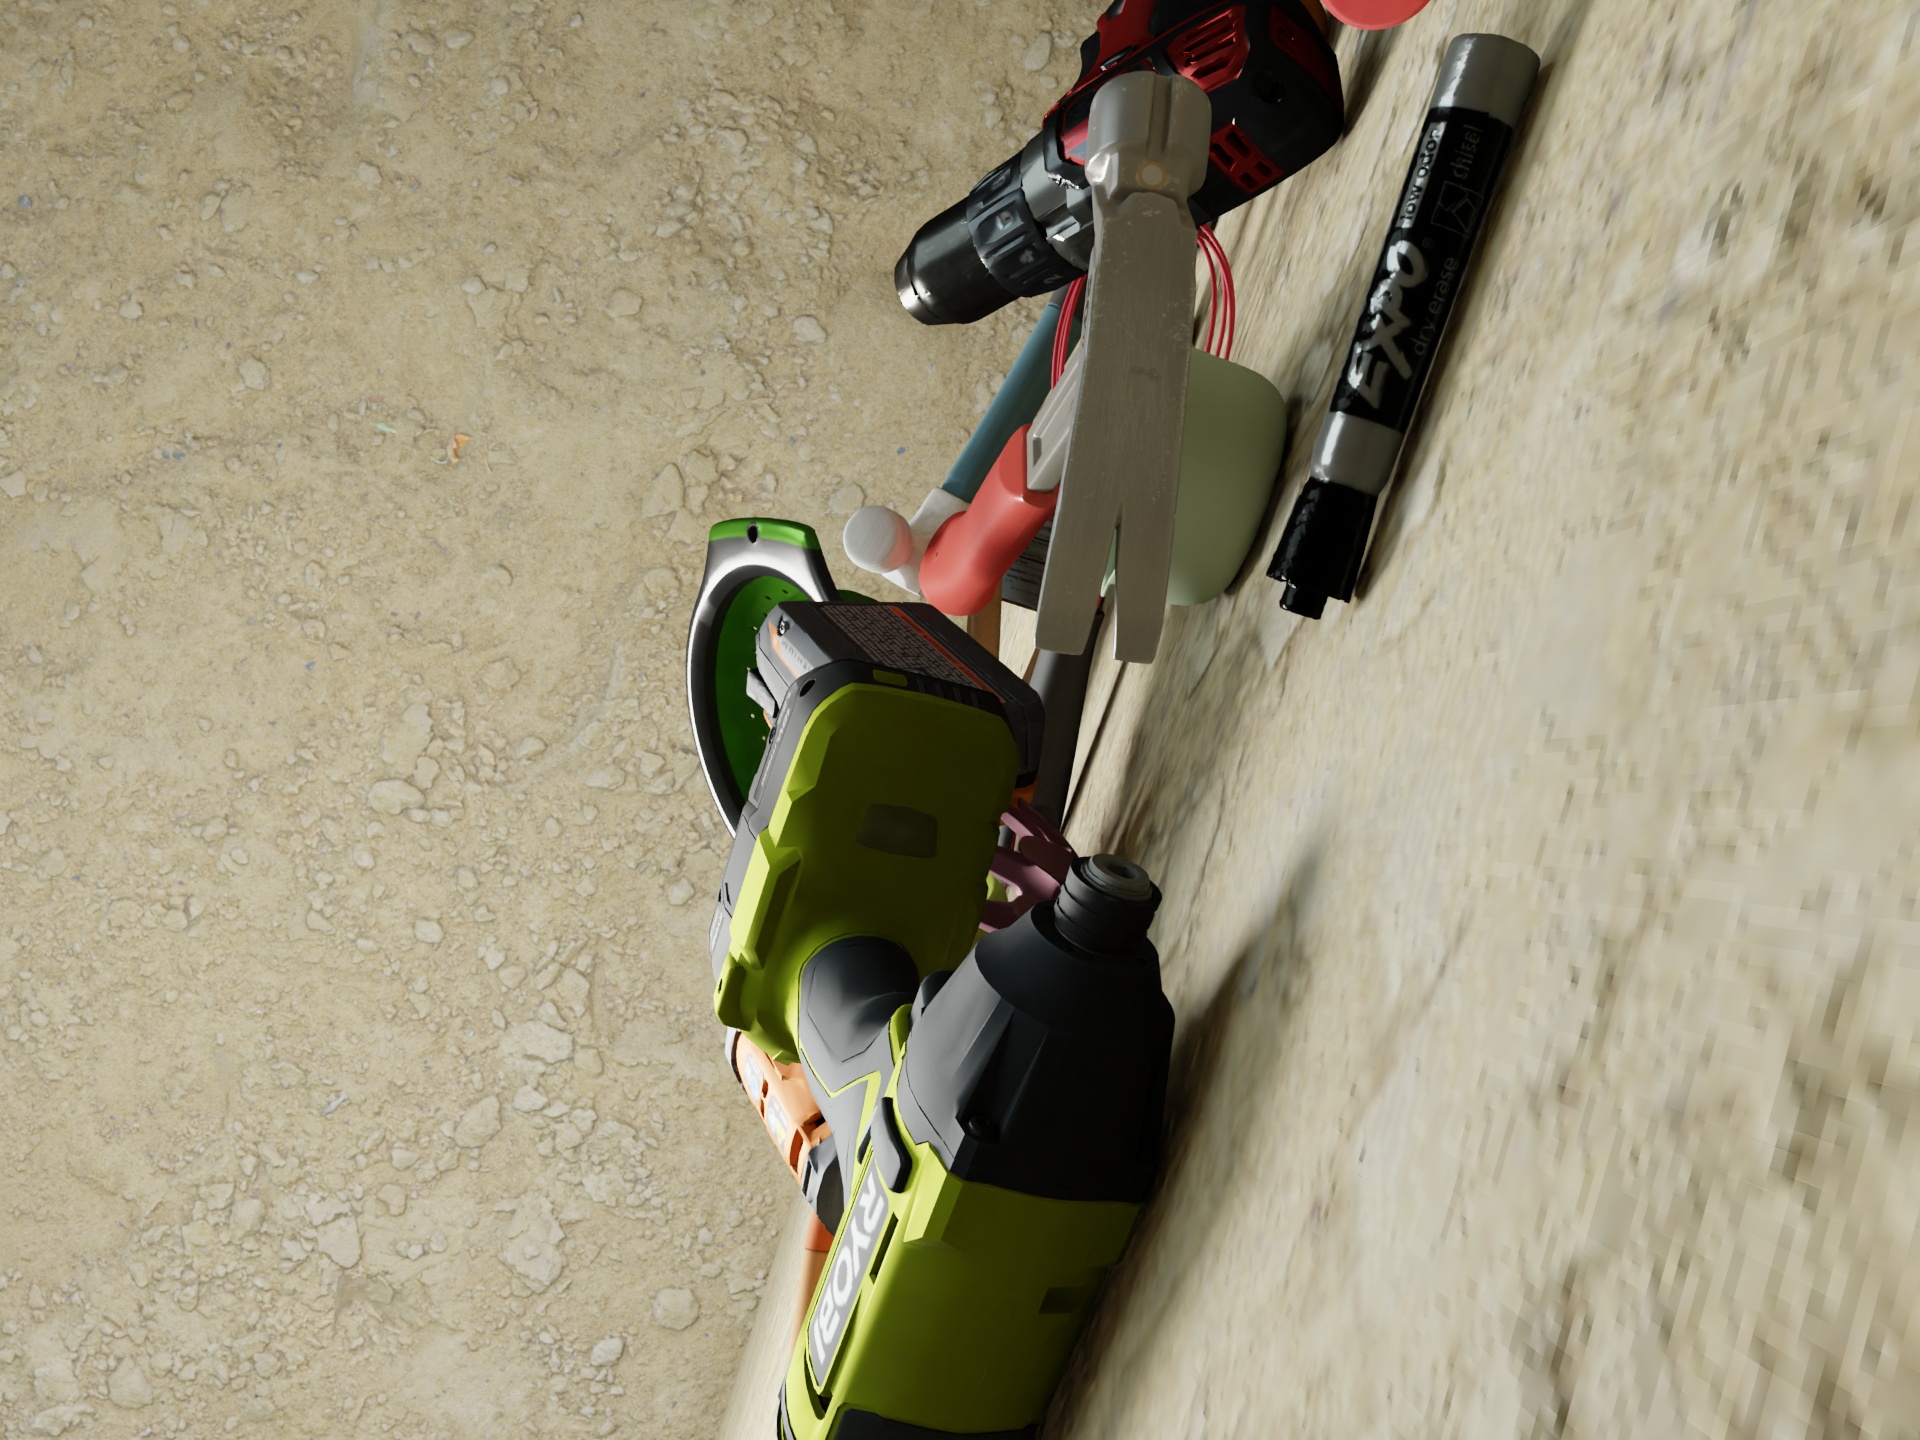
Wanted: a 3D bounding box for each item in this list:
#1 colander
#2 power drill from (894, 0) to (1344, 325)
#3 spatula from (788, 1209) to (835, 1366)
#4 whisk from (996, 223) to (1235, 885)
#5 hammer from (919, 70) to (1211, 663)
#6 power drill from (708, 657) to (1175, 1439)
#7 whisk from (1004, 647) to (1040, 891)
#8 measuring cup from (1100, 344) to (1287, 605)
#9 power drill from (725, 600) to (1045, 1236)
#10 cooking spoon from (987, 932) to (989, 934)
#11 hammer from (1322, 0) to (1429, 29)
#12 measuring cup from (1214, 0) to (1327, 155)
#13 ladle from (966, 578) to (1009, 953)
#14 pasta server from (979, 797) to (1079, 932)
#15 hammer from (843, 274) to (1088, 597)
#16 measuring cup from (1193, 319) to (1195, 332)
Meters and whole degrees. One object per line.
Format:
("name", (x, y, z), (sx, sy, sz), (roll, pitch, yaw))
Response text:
("colander", (-0.057, 0.076, 0.912), (0.205, 0.094, 0.397), (11, 111, 51))
("power drill", (0.052, -0.269, 0.617), (0.188, 0.080, 0.227), (-19, 59, 40))
("spatula", (-0.076, 0.272, 0.742), (0.081, 0.041, 0.323), (-6, 74, 47))
("whisk", (0.055, -0.066, 0.665), (0.073, 0.073, 0.295), (-80, 3, -74))
("hammer", (0.020, -0.071, 0.559), (0.359, 0.036, 0.149), (141, 136, -81))
("power drill", (-0.010, 0.076, 0.436), (0.223, 0.080, 0.171), (-119, 46, -64))
("whisk", (0.028, 0.024, 0.839), (0.051, 0.047, 0.245), (-138, 70, -84))
("measuring cup", (0.072, -0.073, 0.529), (0.167, 0.038, 0.083), (-101, 28, -89))
("power drill", (-0.047, 0.069, 0.641), (0.164, 0.084, 0.226), (43, 128, 53))
("cooking spoon", (-0.009, 0.184, 0.697), (0.318, 0.017, 0.069), (110, 161, -47))
("hammer", (0.156, -0.347, 0.585), (0.143, 0.038, 0.387), (109, 178, -52))
("measuring cup", (0.108, -0.231, 0.684), (0.095, 0.052, 0.173), (-84, 10, -78))
("ladle", (-0.001, -0.003, 0.783), (0.078, 0.062, 0.320), (-38, 41, 49))
("pasta server", (-0.009, 0.181, 0.508), (0.060, 0.040, 0.316), (159, 129, -71))
("hammer", (0.058, -0.206, 0.761), (0.331, 0.033, 0.128), (-60, -22, 5))
("measuring cup", (0.093, -0.163, 0.854), (0.156, 0.029, 0.062), (107, 180, -59))
